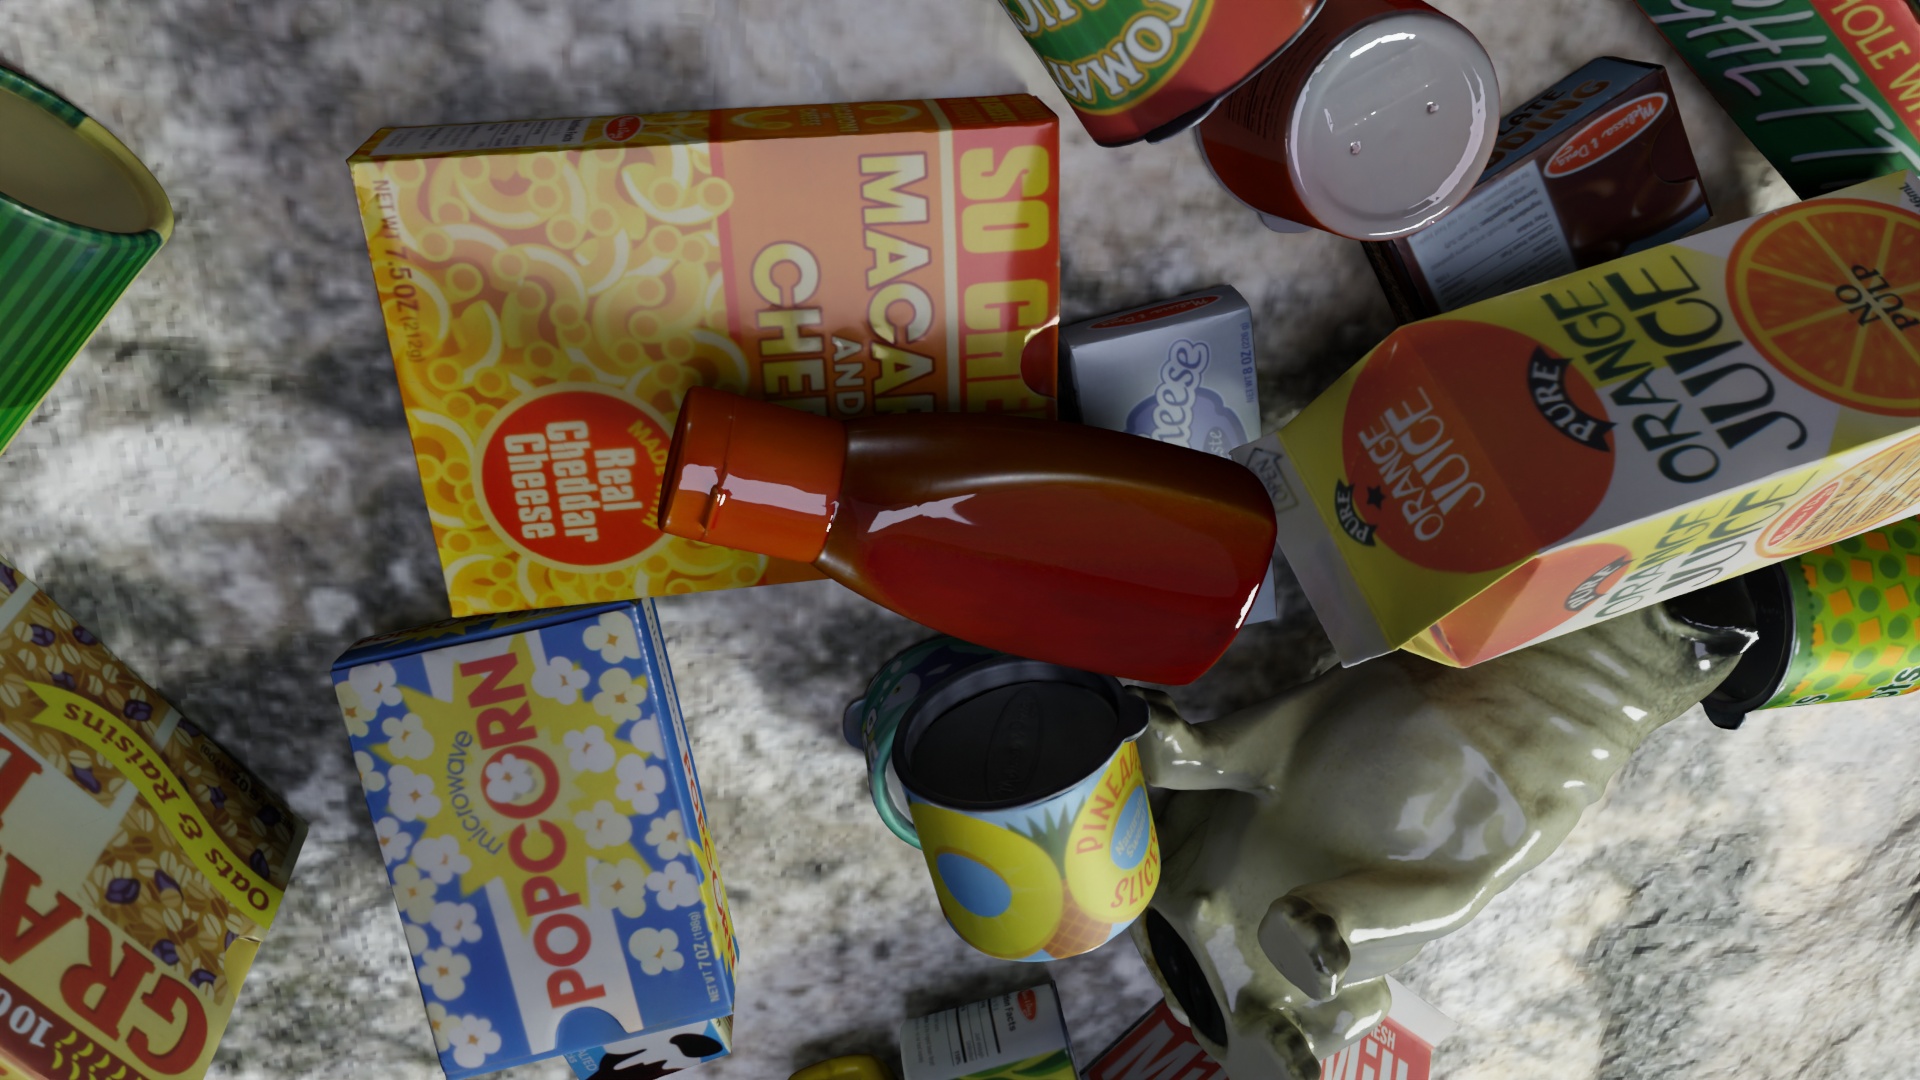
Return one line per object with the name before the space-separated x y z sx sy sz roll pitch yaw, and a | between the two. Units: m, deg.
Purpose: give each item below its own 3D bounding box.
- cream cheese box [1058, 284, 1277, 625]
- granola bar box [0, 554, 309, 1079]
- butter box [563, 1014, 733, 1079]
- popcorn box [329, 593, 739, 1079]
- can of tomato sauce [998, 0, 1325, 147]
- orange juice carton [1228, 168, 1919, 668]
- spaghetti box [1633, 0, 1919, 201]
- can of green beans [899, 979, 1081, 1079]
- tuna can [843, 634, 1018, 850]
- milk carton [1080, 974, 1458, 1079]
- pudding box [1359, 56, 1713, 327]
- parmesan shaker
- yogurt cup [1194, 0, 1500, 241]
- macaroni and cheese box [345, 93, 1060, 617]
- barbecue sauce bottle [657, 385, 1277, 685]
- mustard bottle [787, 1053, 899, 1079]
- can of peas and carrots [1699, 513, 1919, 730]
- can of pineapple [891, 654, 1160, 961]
cream cheese box | 0.062 -0.019 0.410 0.053 0.024 0.103 -13 118 -1
granola bar box | -0.250 0.068 0.346 0.039 0.125 0.165 -30 118 8
butter box | -0.118 0.137 0.461 0.053 0.024 0.103 -20 119 0
popcorn box | -0.119 0.082 0.403 0.085 0.038 0.126 -12 99 -4
can of tomato sauce | 0.034 -0.142 0.316 0.071 0.071 0.083 -37 116 10
orange juice carton | 0.175 -0.025 0.372 0.193 0.072 0.072 -18 152 -6
spaghetti box | 0.247 -0.117 0.375 0.250 0.029 0.050 35 148 -23
can of green beans | 0.014 0.196 0.490 0.058 0.071 0.071 -15 119 -1
tuna can | 0.000 0.065 0.438 0.071 0.033 0.070 -4 118 -8
milk carton | 0.093 0.224 0.514 0.072 0.074 0.190 37 106 -24
pudding box | 0.158 -0.090 0.387 0.083 0.030 0.049 -32 117 7
parmesan shaker | -0.242 -0.056 0.318 0.071 0.071 0.103 38 105 -25
yogurt cup | 0.099 -0.109 0.353 0.072 0.054 0.072 -4 117 -8
macaroni and cheese box | -0.058 -0.048 0.366 0.167 0.040 0.123 -5 119 -7
barbecue sauce bottle | 0.001 -0.004 0.350 0.149 0.044 0.064 12 122 -17
mustard bottle | -0.026 0.261 0.521 0.049 0.065 0.159 -15 124 0
can of peas and carrots | 0.266 0.022 0.441 0.059 0.071 0.070 -5 118 -8
can of pineapple | 0.021 0.074 0.387 0.071 0.071 0.057 -16 119 -1
